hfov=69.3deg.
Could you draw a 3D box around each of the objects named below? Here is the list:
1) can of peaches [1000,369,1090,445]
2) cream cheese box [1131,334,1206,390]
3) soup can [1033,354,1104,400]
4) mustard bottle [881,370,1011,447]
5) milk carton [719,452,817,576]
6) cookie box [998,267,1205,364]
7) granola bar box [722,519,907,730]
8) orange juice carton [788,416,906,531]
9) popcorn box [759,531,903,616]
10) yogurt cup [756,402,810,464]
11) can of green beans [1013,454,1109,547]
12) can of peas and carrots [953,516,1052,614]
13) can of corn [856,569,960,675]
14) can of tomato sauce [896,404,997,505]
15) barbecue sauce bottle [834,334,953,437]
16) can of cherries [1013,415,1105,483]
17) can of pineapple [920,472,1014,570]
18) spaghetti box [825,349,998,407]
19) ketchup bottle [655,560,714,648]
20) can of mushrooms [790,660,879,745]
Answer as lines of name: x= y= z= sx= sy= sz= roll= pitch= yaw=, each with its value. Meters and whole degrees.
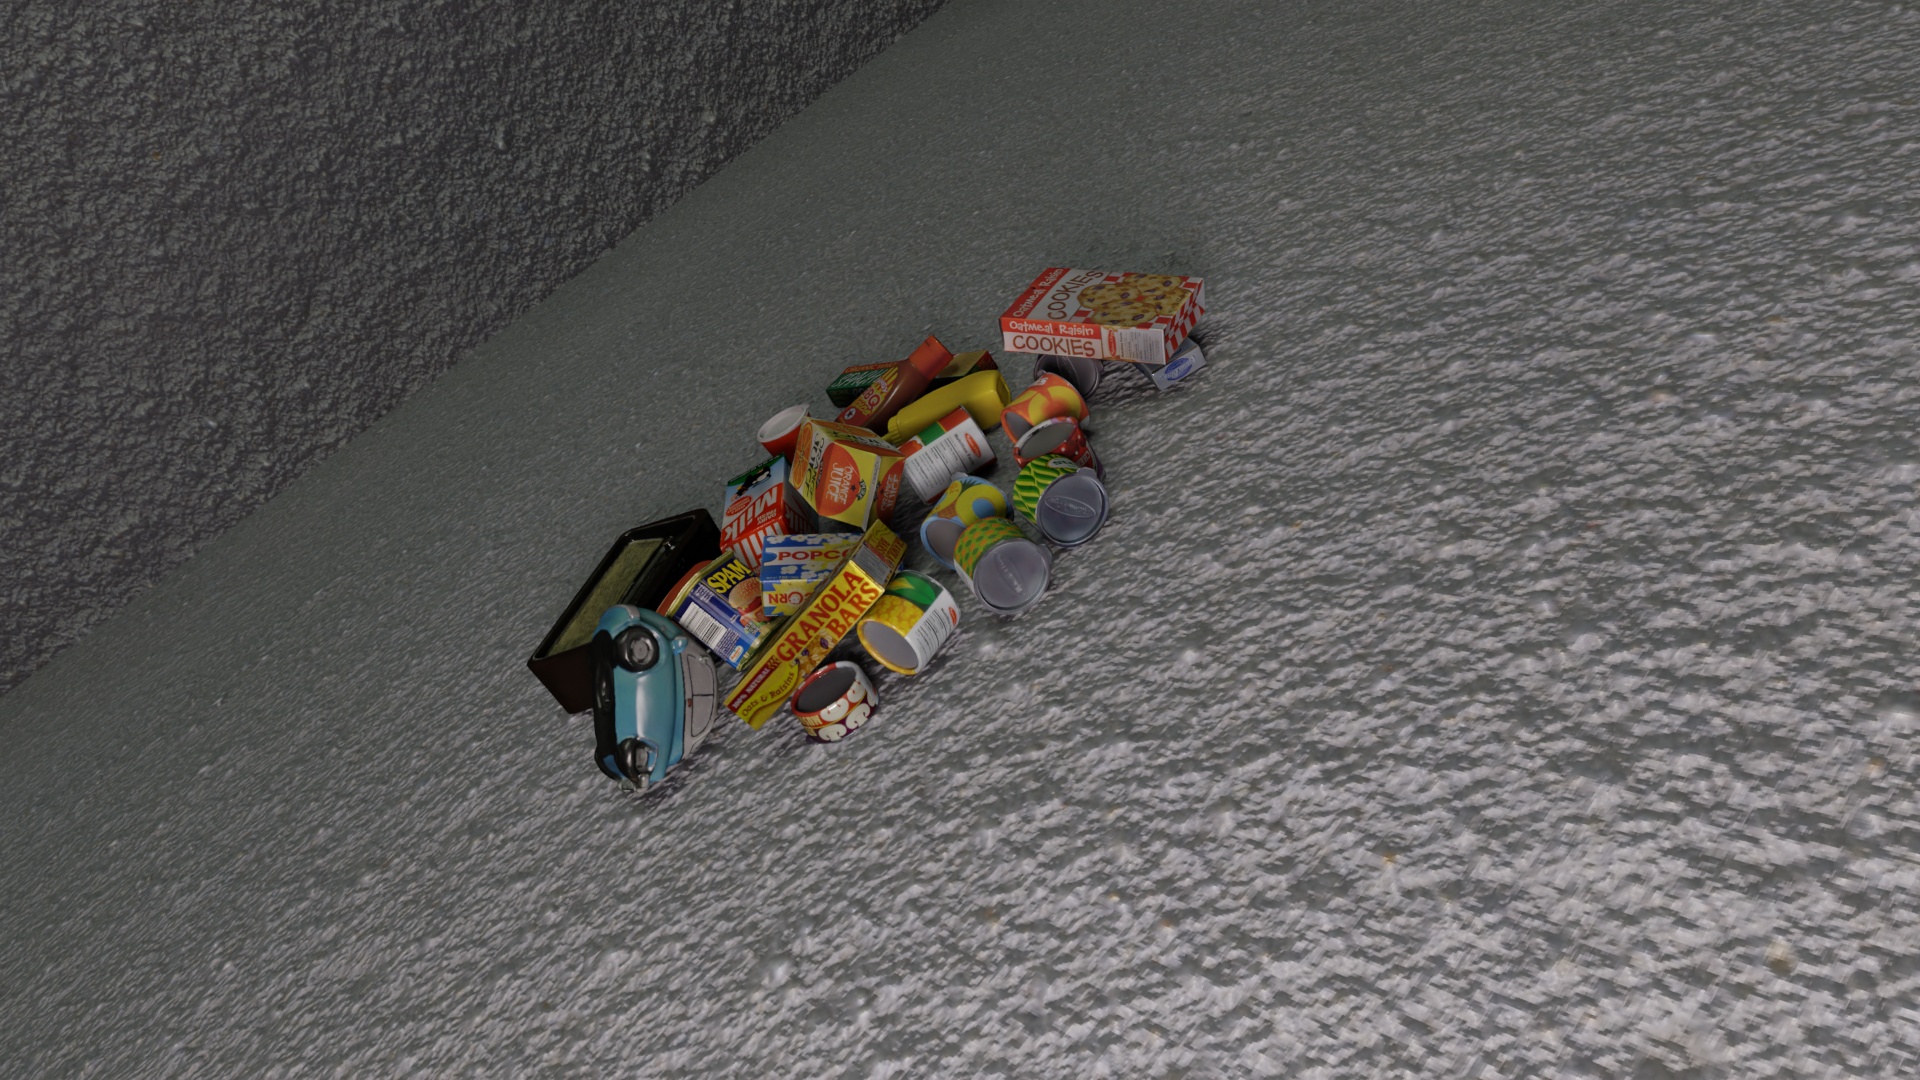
can of peaches: x=0.079 y=-0.118 z=1.320 sx=0.058 sy=0.071 sz=0.071 roll=-42 pitch=29 yaw=-18
cream cheese box: x=0.197 y=-0.184 z=1.362 sx=0.053 sy=0.024 sz=0.104 roll=-30 pitch=27 yaw=2
soup can: x=0.114 y=-0.186 z=1.405 sx=0.071 sy=0.071 sz=0.084 roll=-19 pitch=29 yaw=22
mustard bottle: x=-0.024 y=-0.129 z=1.466 sx=0.160 sy=0.048 sz=0.066 roll=-20 pitch=30 yaw=22
milk carton: x=-0.192 y=-0.007 z=1.405 sx=0.072 sy=0.073 sz=0.191 roll=-27 pitch=28 yaw=8
cookie box: x=0.139 y=-0.222 z=1.354 sx=0.167 sy=0.040 sz=0.123 roll=9 pitch=37 yaw=25
granola bar box: x=-0.116 y=0.068 z=1.147 sx=0.165 sy=0.039 sz=0.124 roll=-47 pitch=6 yaw=16
orange juice carton: x=-0.107 y=-0.064 z=1.337 sx=0.193 sy=0.073 sz=0.071 roll=-140 pitch=62 yaw=-67
popcorn box: x=-0.114 y=0.029 z=1.249 sx=0.127 sy=0.038 sz=0.085 roll=-2 pitch=29 yaw=-4
yogurt cup: x=-0.194 y=-0.117 z=1.611 sx=0.072 sy=0.053 sz=0.073 roll=-24 pitch=28 yaw=14
can of green beans: x=0.085 y=-0.035 z=1.179 sx=0.071 sy=0.071 sz=0.058 roll=-34 pitch=27 yaw=-5
can of peas and carrots: x=0.035 y=0.018 z=1.140 sx=0.071 sy=0.070 sz=0.059 roll=-34 pitch=26 yaw=-4
can of corn: x=-0.045 y=0.067 z=1.138 sx=0.071 sy=0.071 sz=0.058 roll=-1 pitch=40 yaw=45
can of tomato sauce: x=-0.017 y=-0.083 z=1.364 sx=0.083 sy=0.071 sz=0.071 roll=-34 pitch=27 yaw=-4
barbecue sauce bottle: x=-0.072 y=-0.164 z=1.543 sx=0.148 sy=0.043 sz=0.065 roll=-43 pitch=35 yaw=7
can of cherries: x=0.090 y=-0.070 z=1.241 sx=0.071 sy=0.058 sz=0.072 roll=-24 pitch=27 yaw=14
can of pineapple: x=0.004 y=-0.015 z=1.225 sx=0.071 sy=0.070 sz=0.058 roll=-6 pitch=36 yaw=40
spaghetti box: x=-0.063 y=-0.188 z=1.625 sx=0.250 sy=0.028 sz=0.050 roll=1 pitch=41 yaw=46
ketchup bottle: x=-0.266 y=0.083 z=1.323 sx=0.043 sy=0.064 sz=0.149 roll=-11 pitch=27 yaw=32
can of mushrooms: x=-0.104 y=0.132 z=1.126 sx=0.071 sy=0.033 sz=0.071 roll=-23 pitch=28 yaw=14
